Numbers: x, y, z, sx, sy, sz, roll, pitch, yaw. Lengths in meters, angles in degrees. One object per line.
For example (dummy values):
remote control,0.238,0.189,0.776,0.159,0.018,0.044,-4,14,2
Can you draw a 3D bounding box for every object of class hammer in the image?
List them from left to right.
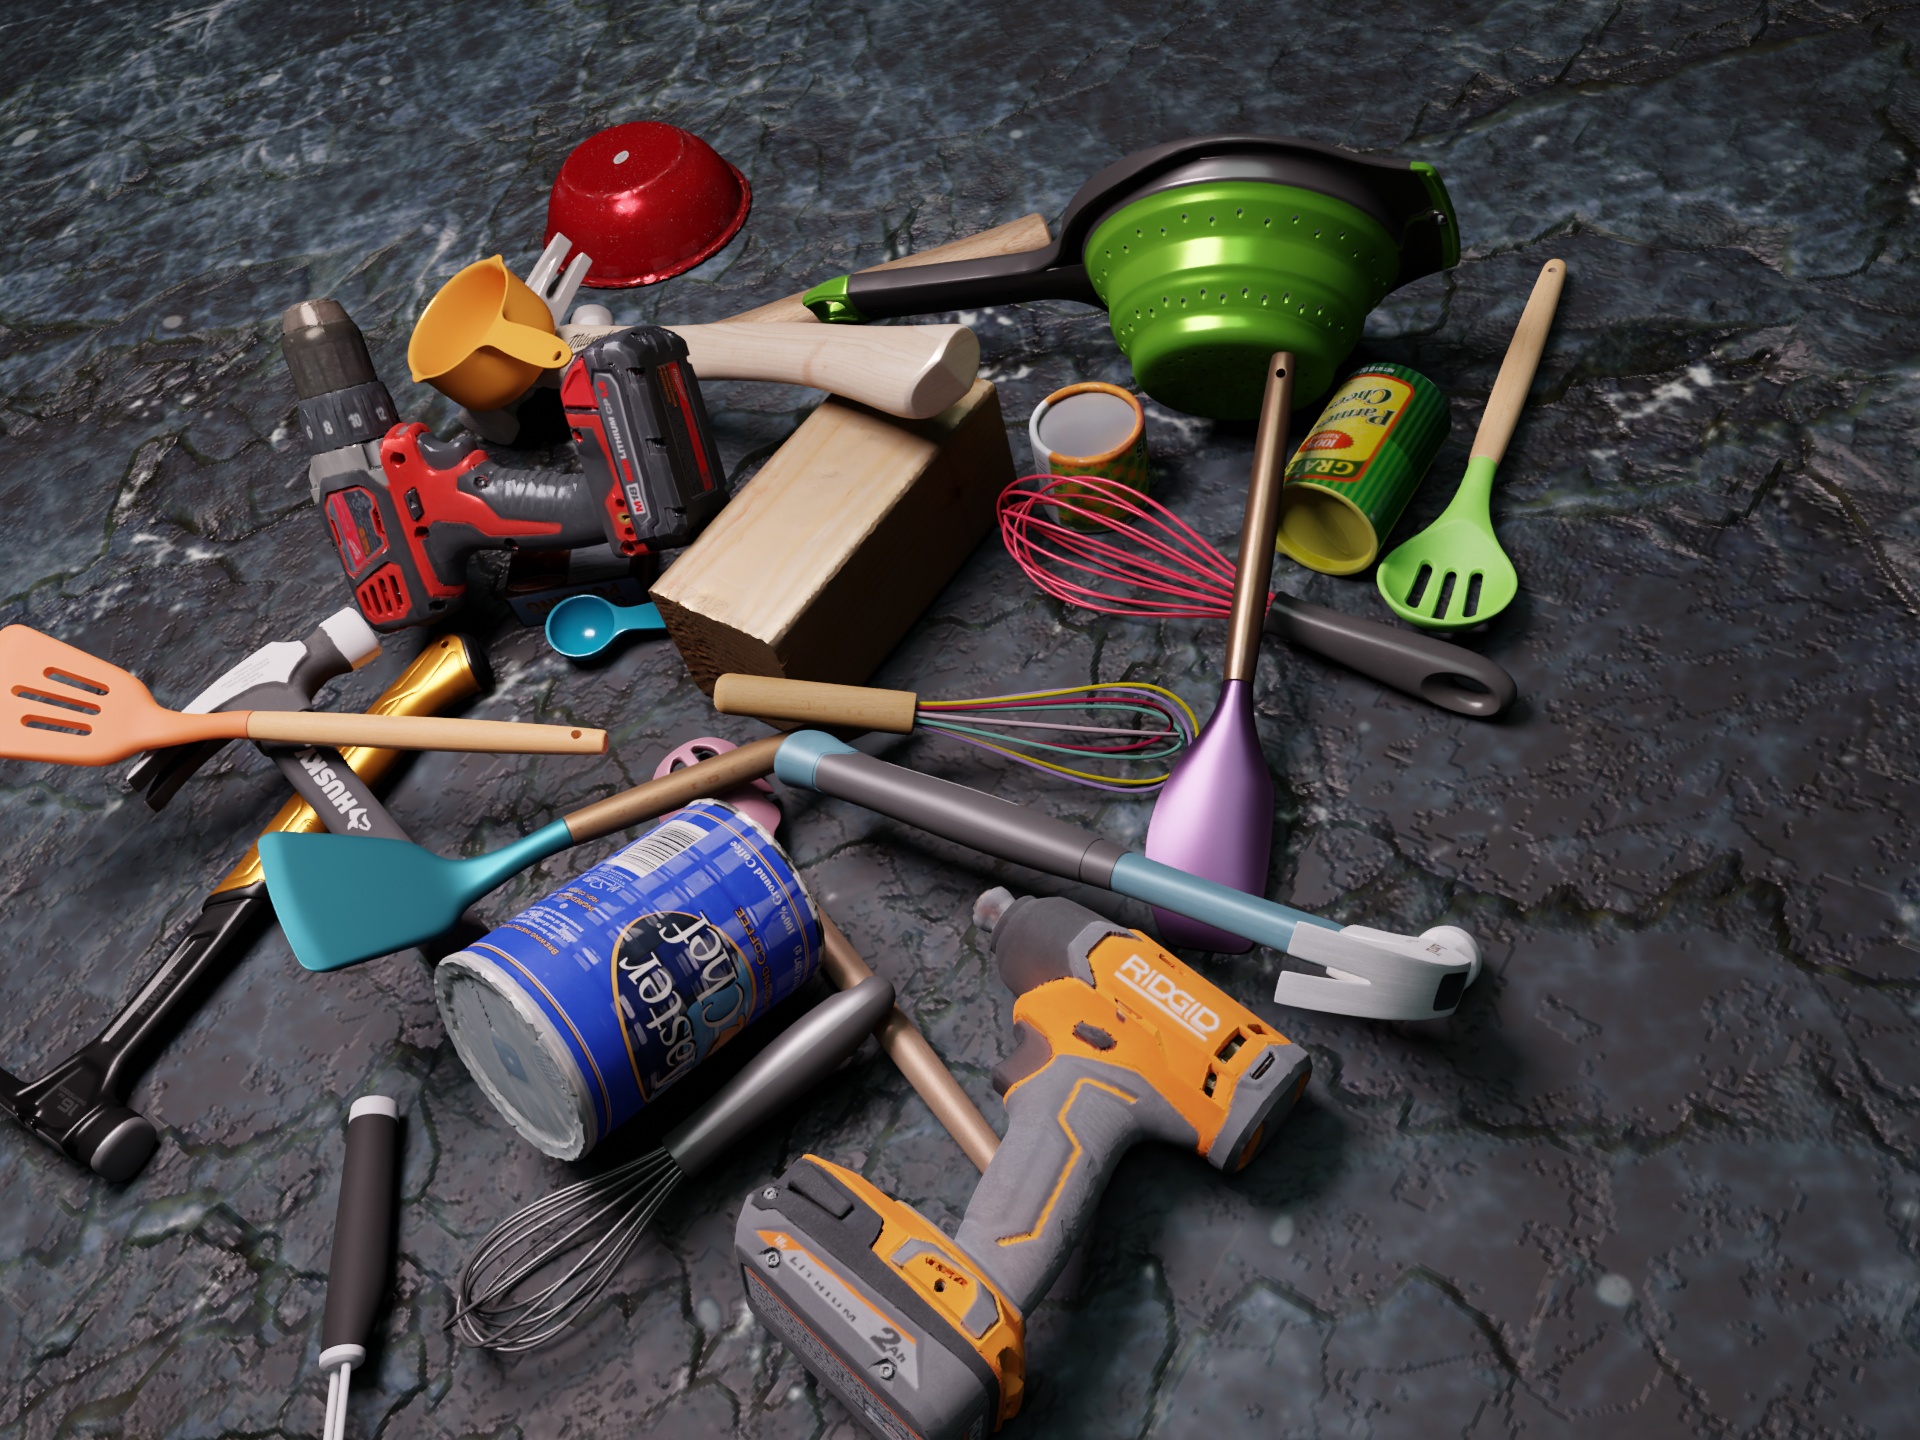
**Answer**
hammer,-0.378,0.076,0.862,0.127,0.034,0.337,21,61,25
hammer,-0.289,0.081,0.809,0.146,0.035,0.335,-37,63,-21
hammer,-0.147,-0.225,0.940,0.411,0.038,0.146,12,74,40
hammer,-0.097,-0.274,1.063,0.331,0.031,0.130,-18,51,-1
hammer,0.061,0.064,0.720,0.331,0.128,0.033,18,97,25

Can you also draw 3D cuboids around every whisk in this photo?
whisk,-0.124,0.191,0.699,0.239,0.055,0.055,-38,55,-11
whisk,-0.001,-0.005,0.802,0.245,0.047,0.051,6,45,0
whisk,0.146,-0.064,0.835,0.296,0.073,0.073,23,62,21

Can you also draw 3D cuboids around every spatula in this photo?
spatula,-0.344,-0.001,0.820,0.322,0.041,0.081,3,55,2
spatula,-0.166,0.040,0.772,0.317,0.044,0.082,-22,55,-21
spatula,0.139,-0.042,0.790,0.060,0.018,0.316,7,74,15

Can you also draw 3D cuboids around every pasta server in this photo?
pasta server,-0.063,0.111,0.772,0.060,0.040,0.316,-34,58,-14

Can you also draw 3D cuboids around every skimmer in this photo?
skimmer,-0.277,0.309,0.628,0.127,0.090,0.364,-34,44,27

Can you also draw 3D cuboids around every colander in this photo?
colander,0.081,-0.230,0.924,0.397,0.204,0.094,0,76,25

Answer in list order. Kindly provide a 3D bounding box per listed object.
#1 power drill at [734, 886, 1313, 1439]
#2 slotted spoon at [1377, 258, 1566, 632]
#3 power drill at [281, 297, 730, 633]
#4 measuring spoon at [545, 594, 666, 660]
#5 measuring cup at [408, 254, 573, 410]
power drill,0.016,0.170,0.654,0.164,0.084,0.226,35,57,26
slotted spoon,0.301,-0.159,0.891,0.070,0.031,0.314,14,56,22
power drill,-0.260,-0.157,0.879,0.227,0.187,0.080,-11,15,15
measuring spoon,-0.176,-0.056,0.931,0.128,0.021,0.042,-7,63,-4
measuring cup,-0.268,-0.224,0.970,0.174,0.052,0.095,26,82,41
